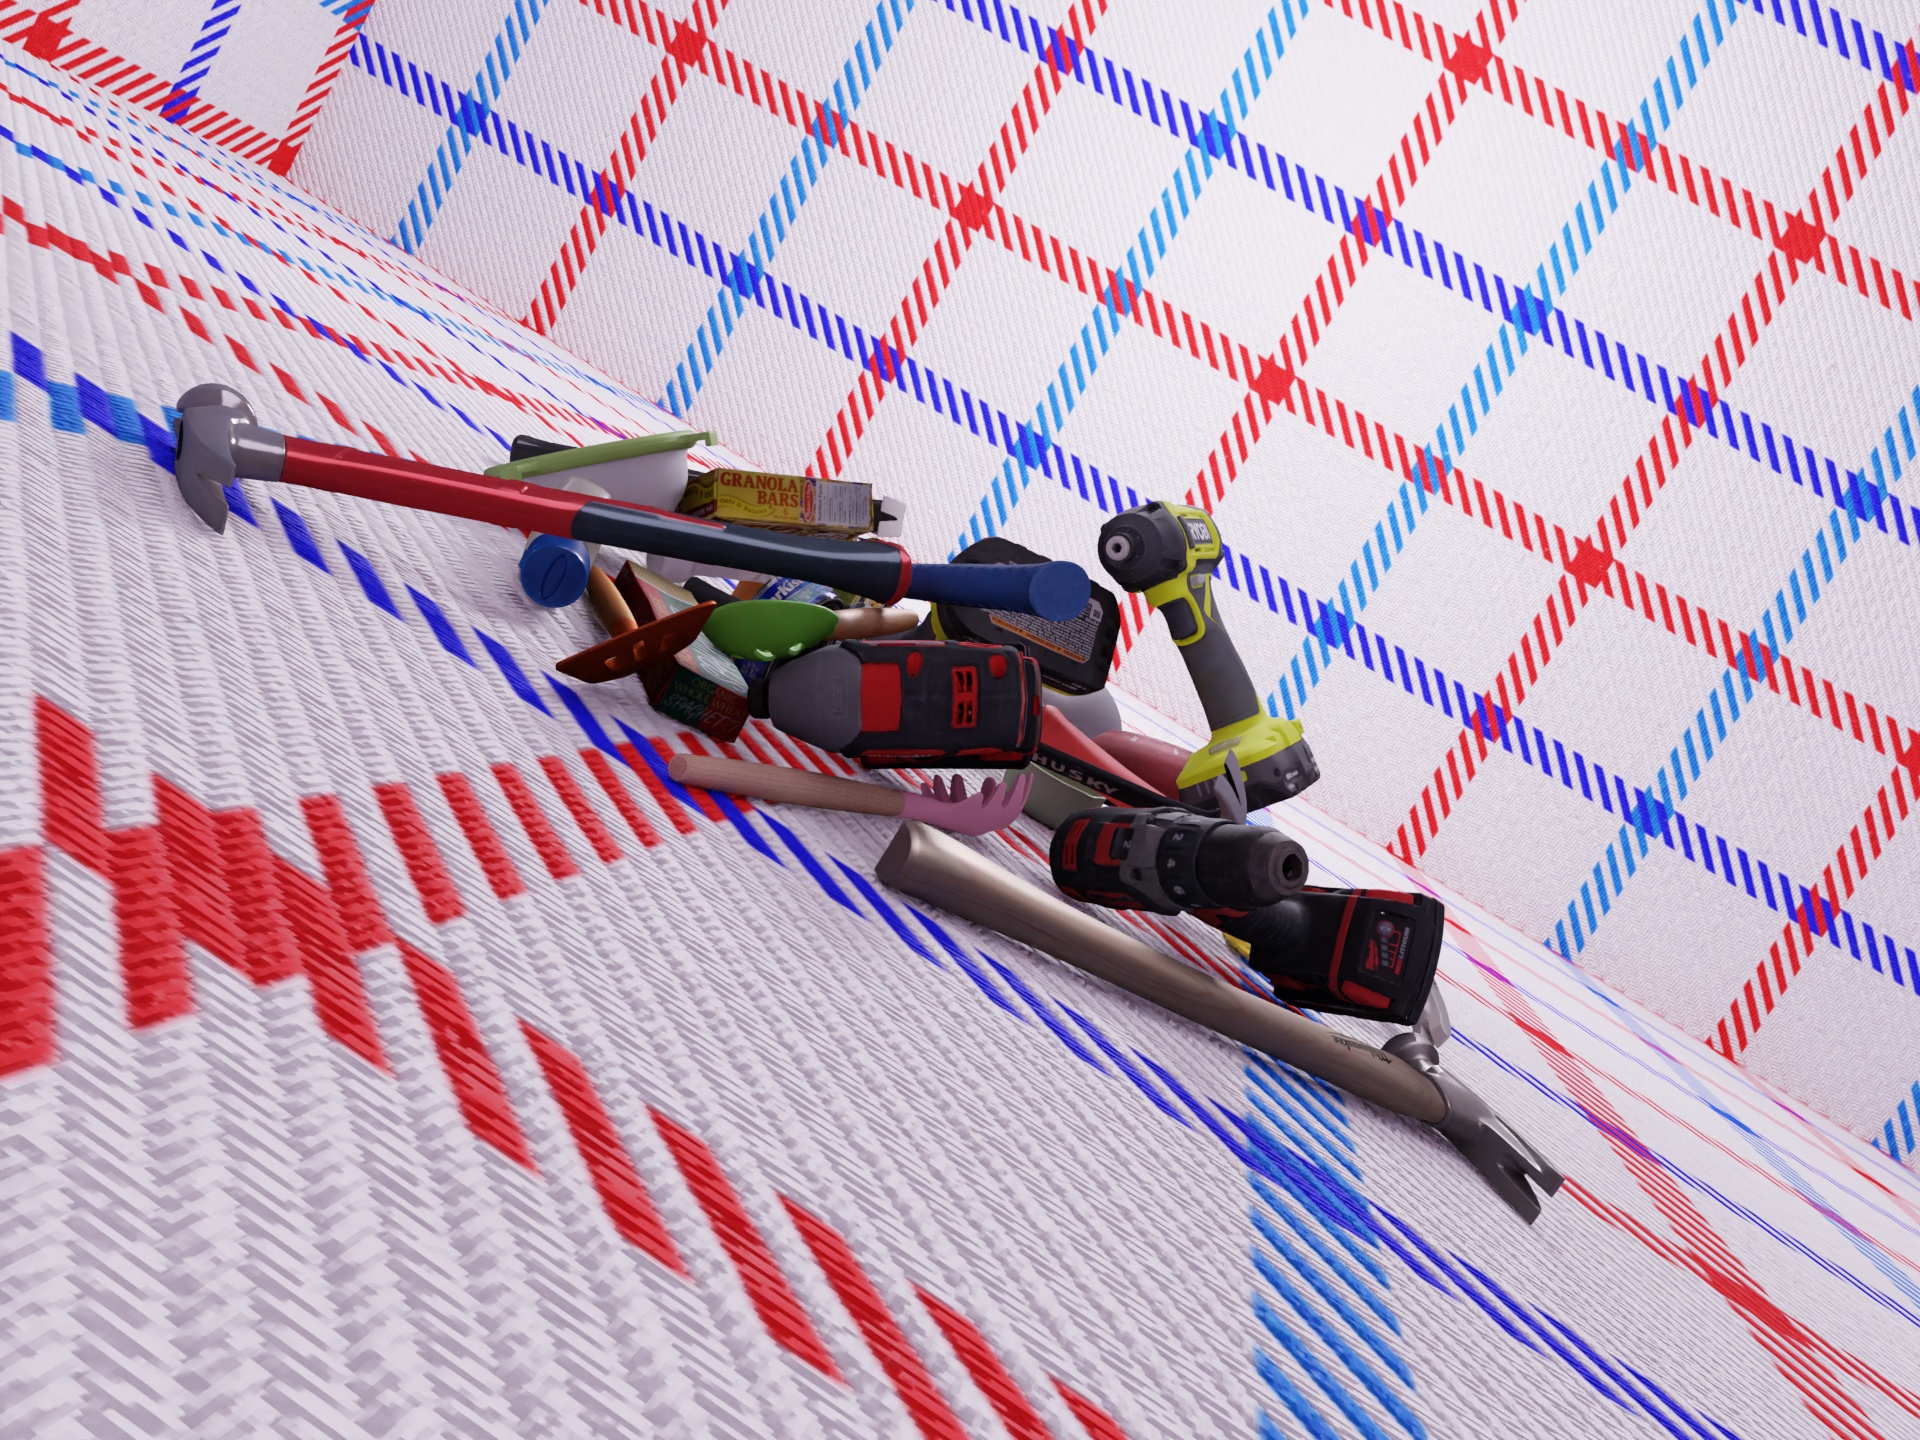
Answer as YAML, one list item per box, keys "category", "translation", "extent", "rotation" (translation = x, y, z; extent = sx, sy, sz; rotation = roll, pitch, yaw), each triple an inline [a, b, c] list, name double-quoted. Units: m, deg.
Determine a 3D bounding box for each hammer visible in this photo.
- category: "hammer"
  translation: [0.137, 0.152, 0.827]
  extent: [0.410, 0.038, 0.146]
  rotation: [27, 10, -24]
- category: "hammer"
  translation: [-0.002, -0.003, 1.051]
  extent: [0.409, 0.036, 0.149]
  rotation: [24, -29, 8]
- category: "hammer"
  translation: [-0.191, -0.100, 0.821]
  extent: [0.386, 0.038, 0.143]
  rotation: [8, 19, -31]
- category: "hammer"
  translation: [0.195, 0.107, 1.136]
  extent: [0.359, 0.036, 0.149]
  rotation: [34, 21, -8]
- category: "hammer"
  translation: [-0.056, -0.094, 1.038]
  extent: [0.144, 0.035, 0.406]
  rotation: [2, 6, -36]
- category: "hammer"
  translation: [-0.208, -0.197, 1.344]
  extent: [0.334, 0.035, 0.146]
  rotation: [9, 6, -12]

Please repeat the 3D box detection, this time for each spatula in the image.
- category: "spatula"
  translation: [-0.194, -0.064, 0.891]
  extent: [0.041, 0.081, 0.323]
  rotation: [71, -12, -20]

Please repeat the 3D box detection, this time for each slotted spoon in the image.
- category: "slotted spoon"
  translation: [-0.070, -0.056, 0.933]
  extent: [0.070, 0.031, 0.314]
  rotation: [-9, 3, 14]

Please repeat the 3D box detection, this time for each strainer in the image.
- category: "strainer"
  translation: [0.070, -0.019, 1.452]
  extent: [0.211, 0.095, 0.340]
  rotation: [32, 6, 5]
- category: "strainer"
  translation: [-0.278, -0.163, 1.174]
  extent: [0.151, 0.069, 0.256]
  rotation: [-16, 10, -24]

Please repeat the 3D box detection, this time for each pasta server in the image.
- category: "pasta server"
  translation: [-0.050, 0.034, 0.853]
  extent: [0.060, 0.040, 0.316]
  rotation: [-1, -8, 30]

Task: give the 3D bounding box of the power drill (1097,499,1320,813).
- category: "power drill"
  translation: [0.165, -0.044, 1.109]
  extent: [0.171, 0.080, 0.223]
  rotation: [-15, 83, -65]

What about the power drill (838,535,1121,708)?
- category: "power drill"
  translation: [0.020, -0.046, 1.178]
  extent: [0.190, 0.080, 0.228]
  rotation: [23, -21, -20]

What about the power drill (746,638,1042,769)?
- category: "power drill"
  translation: [-0.027, -0.010, 0.890]
  extent: [0.143, 0.078, 0.219]
  rotation: [0, -1, 8]

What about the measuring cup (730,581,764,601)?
- category: "measuring cup"
  translation: [-0.137, -0.085, 1.227]
  extent: [0.095, 0.052, 0.174]
  rotation: [30, 5, -6]

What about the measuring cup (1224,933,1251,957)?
- category: "measuring cup"
  translation: [0.205, 0.144, 1.158]
  extent: [0.062, 0.029, 0.156]
  rotation: [31, 6, -2]

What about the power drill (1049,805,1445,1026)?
- category: "power drill"
  translation: [0.186, 0.109, 0.939]
  extent: [0.226, 0.080, 0.188]
  rotation: [25, -15, -28]

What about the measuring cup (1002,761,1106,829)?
- category: "measuring cup"
  translation: [0.099, 0.067, 1.203]
  extent: [0.167, 0.038, 0.083]
  rotation: [23, 11, -39]
